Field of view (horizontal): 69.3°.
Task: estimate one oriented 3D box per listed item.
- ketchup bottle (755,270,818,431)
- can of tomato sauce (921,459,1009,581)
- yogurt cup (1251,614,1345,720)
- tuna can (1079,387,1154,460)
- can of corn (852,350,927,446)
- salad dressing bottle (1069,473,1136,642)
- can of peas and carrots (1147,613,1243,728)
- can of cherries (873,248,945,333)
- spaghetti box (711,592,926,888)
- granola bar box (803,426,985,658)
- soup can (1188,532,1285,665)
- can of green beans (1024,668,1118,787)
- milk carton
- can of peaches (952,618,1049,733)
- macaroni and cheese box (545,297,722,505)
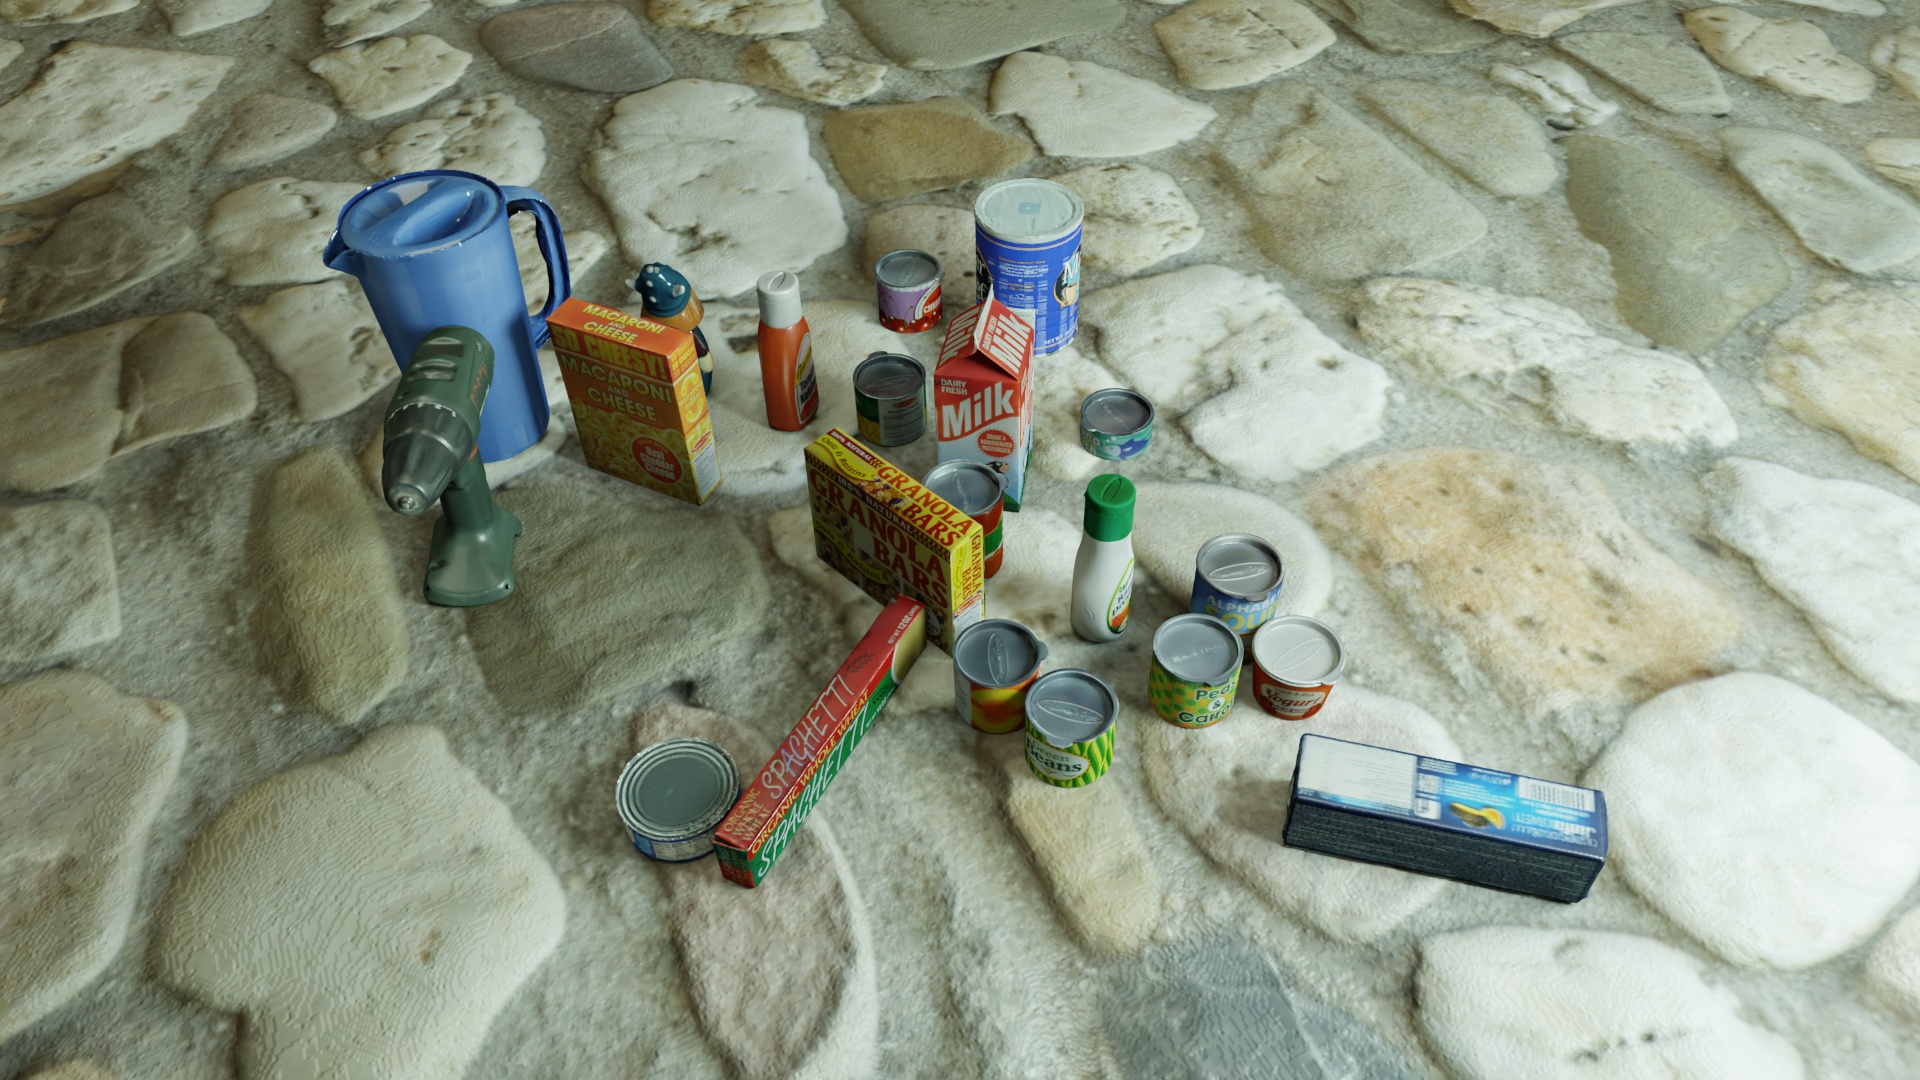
[{"bbox_3d":[-0.158,-0.172,1.249,0.043,0.148,0.065,10,47,12],"label":"ketchup bottle"},{"bbox_3d":[0.004,-0.014,1.135,0.071,0.082,0.071,-1,45,1],"label":"can of tomato sauce"},{"bbox_3d":[0.249,0.097,1.039,0.072,0.053,0.073,-1,45,1],"label":"yogurt cup"},{"bbox_3d":[0.139,-0.104,1.256,0.071,0.032,0.071,-1,45,1],"label":"tuna can"},{"bbox_3d":[-0.064,-0.130,1.268,0.071,0.058,0.071,-1,45,1],"label":"can of corn"},{"bbox_3d":[0.110,0.014,1.059,0.044,0.146,0.064,19,49,20],"label":"salad dressing bottle"},{"bbox_3d":[0.176,0.099,1.035,0.071,0.058,0.071,-1,45,1],"label":"can of peas and carrots"},{"bbox_3d":[-0.049,-0.247,1.384,0.071,0.058,0.072,-1,45,1],"label":"can of cherries"},{"bbox_3d":[-0.096,0.140,1.008,0.029,0.049,0.251,20,49,20],"label":"spaghetti box"},{"bbox_3d":[-0.051,0.001,1.093,0.166,0.123,0.039,35,56,30],"label":"granola bar box"},{"bbox_3d":[0.211,0.048,1.068,0.071,0.083,0.072,-1,45,1],"label":"soup can"},{"bbox_3d":[0.079,0.136,1.002,0.071,0.057,0.071,-1,45,1],"label":"can of green beans"},{"bbox_3d":[0.021,-0.117,1.162,0.073,0.189,0.073,7,46,9],"label":"milk carton"},{"bbox_3d":[0.030,0.102,1.037,0.071,0.057,0.071,-1,45,1],"label":"can of peaches"},{"bbox_3d":[-0.276,-0.118,1.186,0.124,0.165,0.040,18,49,18],"label":"macaroni and cheese box"}]
